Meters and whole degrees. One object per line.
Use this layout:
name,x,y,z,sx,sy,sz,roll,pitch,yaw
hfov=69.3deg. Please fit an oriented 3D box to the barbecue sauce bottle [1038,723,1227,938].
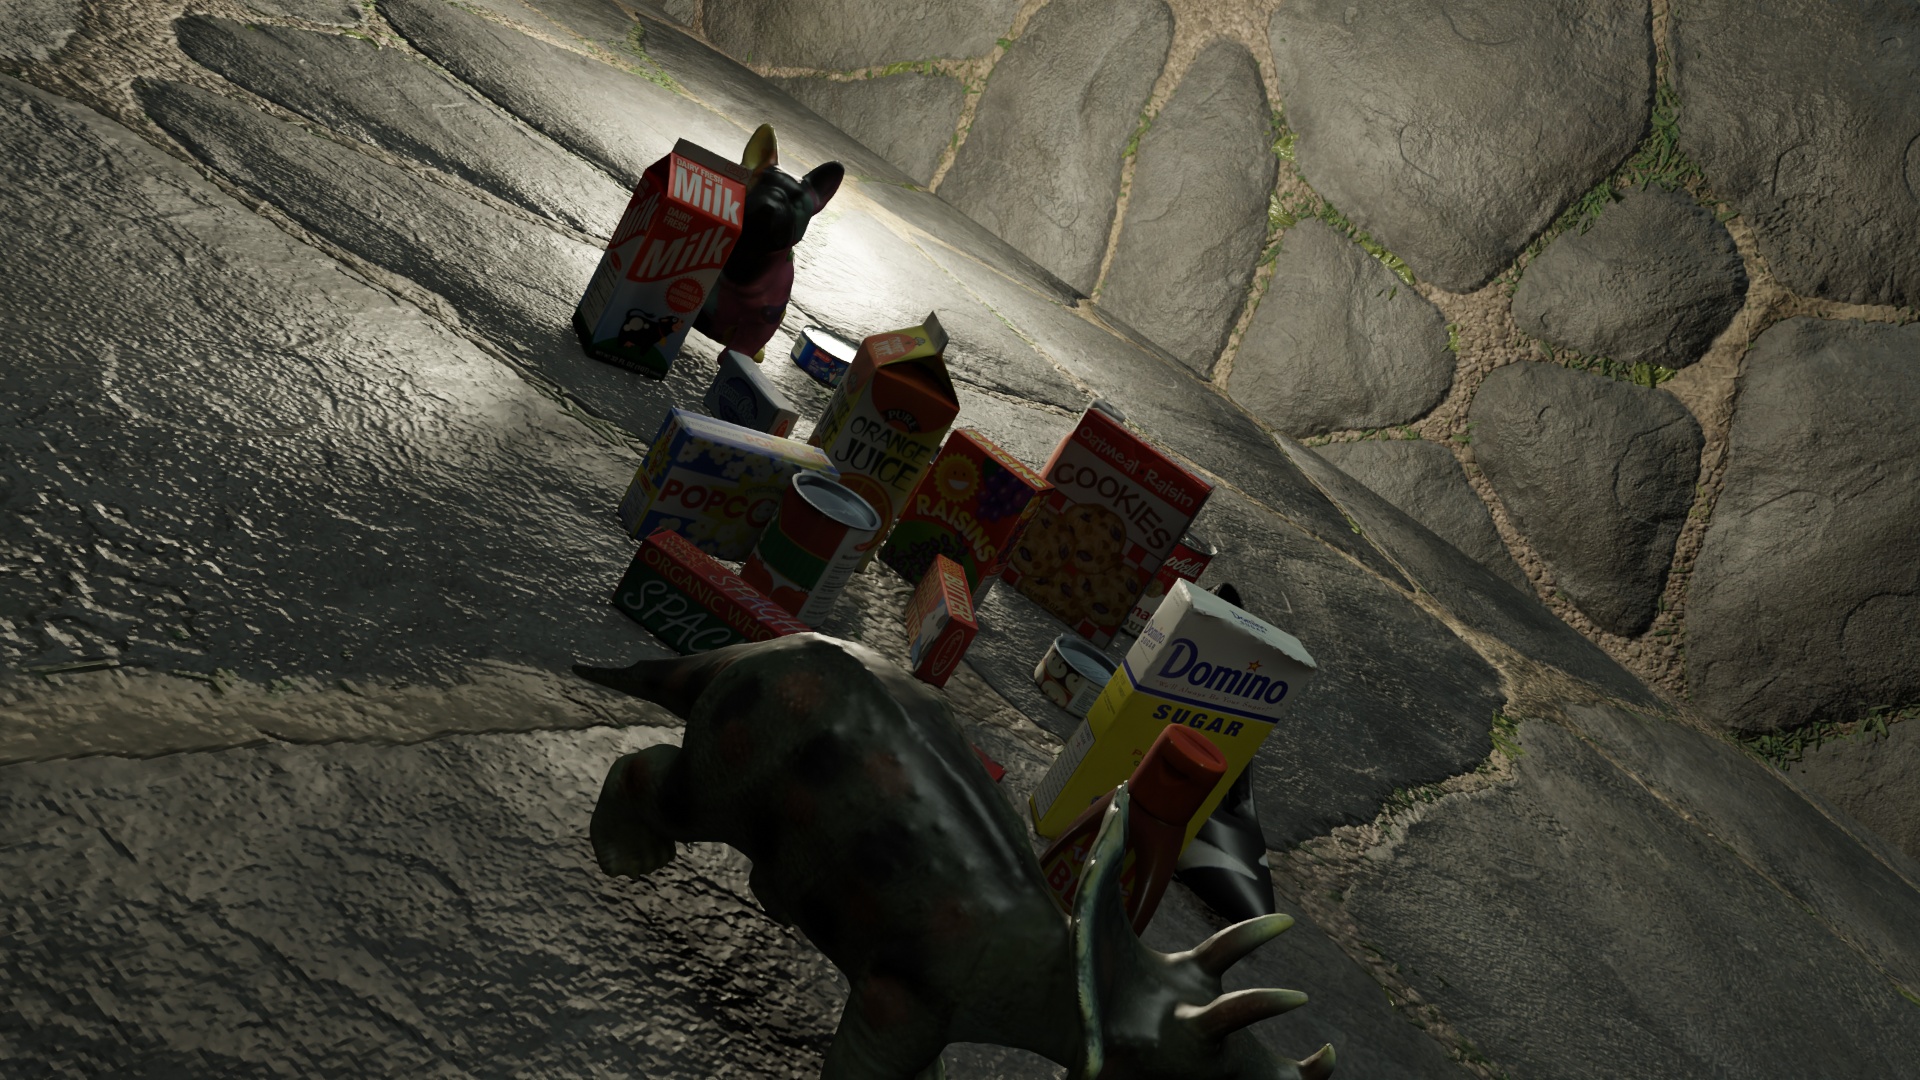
barbecue sauce bottle,0.081,0.161,0.710,0.065,0.148,0.044,39,19,22

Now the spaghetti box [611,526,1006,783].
spaghetti box,-0.091,0.082,0.800,0.250,0.050,0.029,34,18,9

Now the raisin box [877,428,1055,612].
raisin box,0.004,-0.014,1.077,0.086,0.123,0.040,38,19,18

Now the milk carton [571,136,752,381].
milk carton,-0.245,-0.237,1.154,0.072,0.190,0.074,18,22,-36

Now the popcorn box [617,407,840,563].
popcorn box,-0.155,-0.033,0.937,0.127,0.085,0.038,14,25,-42

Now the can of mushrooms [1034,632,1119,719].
can of mushrooms,0.091,0.104,1.054,0.071,0.033,0.071,28,19,-10

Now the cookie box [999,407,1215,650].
cookie box,0.119,-0.011,1.181,0.123,0.167,0.040,35,18,10

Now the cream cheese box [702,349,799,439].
cream cheese box,-0.176,-0.110,1.155,0.024,0.053,0.104,14,25,-43

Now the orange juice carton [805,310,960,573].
orange juice carton,-0.062,-0.080,1.036,0.073,0.192,0.072,25,19,-20

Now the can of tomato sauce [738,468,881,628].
can of tomato sauce,-0.103,0.006,0.924,0.071,0.083,0.071,28,18,-10

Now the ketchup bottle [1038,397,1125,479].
ketchup bottle,0.103,-0.066,1.326,0.043,0.148,0.065,27,19,-15

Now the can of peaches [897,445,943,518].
can of peaches,-0.041,-0.055,1.217,0.071,0.058,0.071,28,18,-10

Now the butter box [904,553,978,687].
butter box,-0.015,0.055,0.983,0.024,0.053,0.104,26,19,-17
